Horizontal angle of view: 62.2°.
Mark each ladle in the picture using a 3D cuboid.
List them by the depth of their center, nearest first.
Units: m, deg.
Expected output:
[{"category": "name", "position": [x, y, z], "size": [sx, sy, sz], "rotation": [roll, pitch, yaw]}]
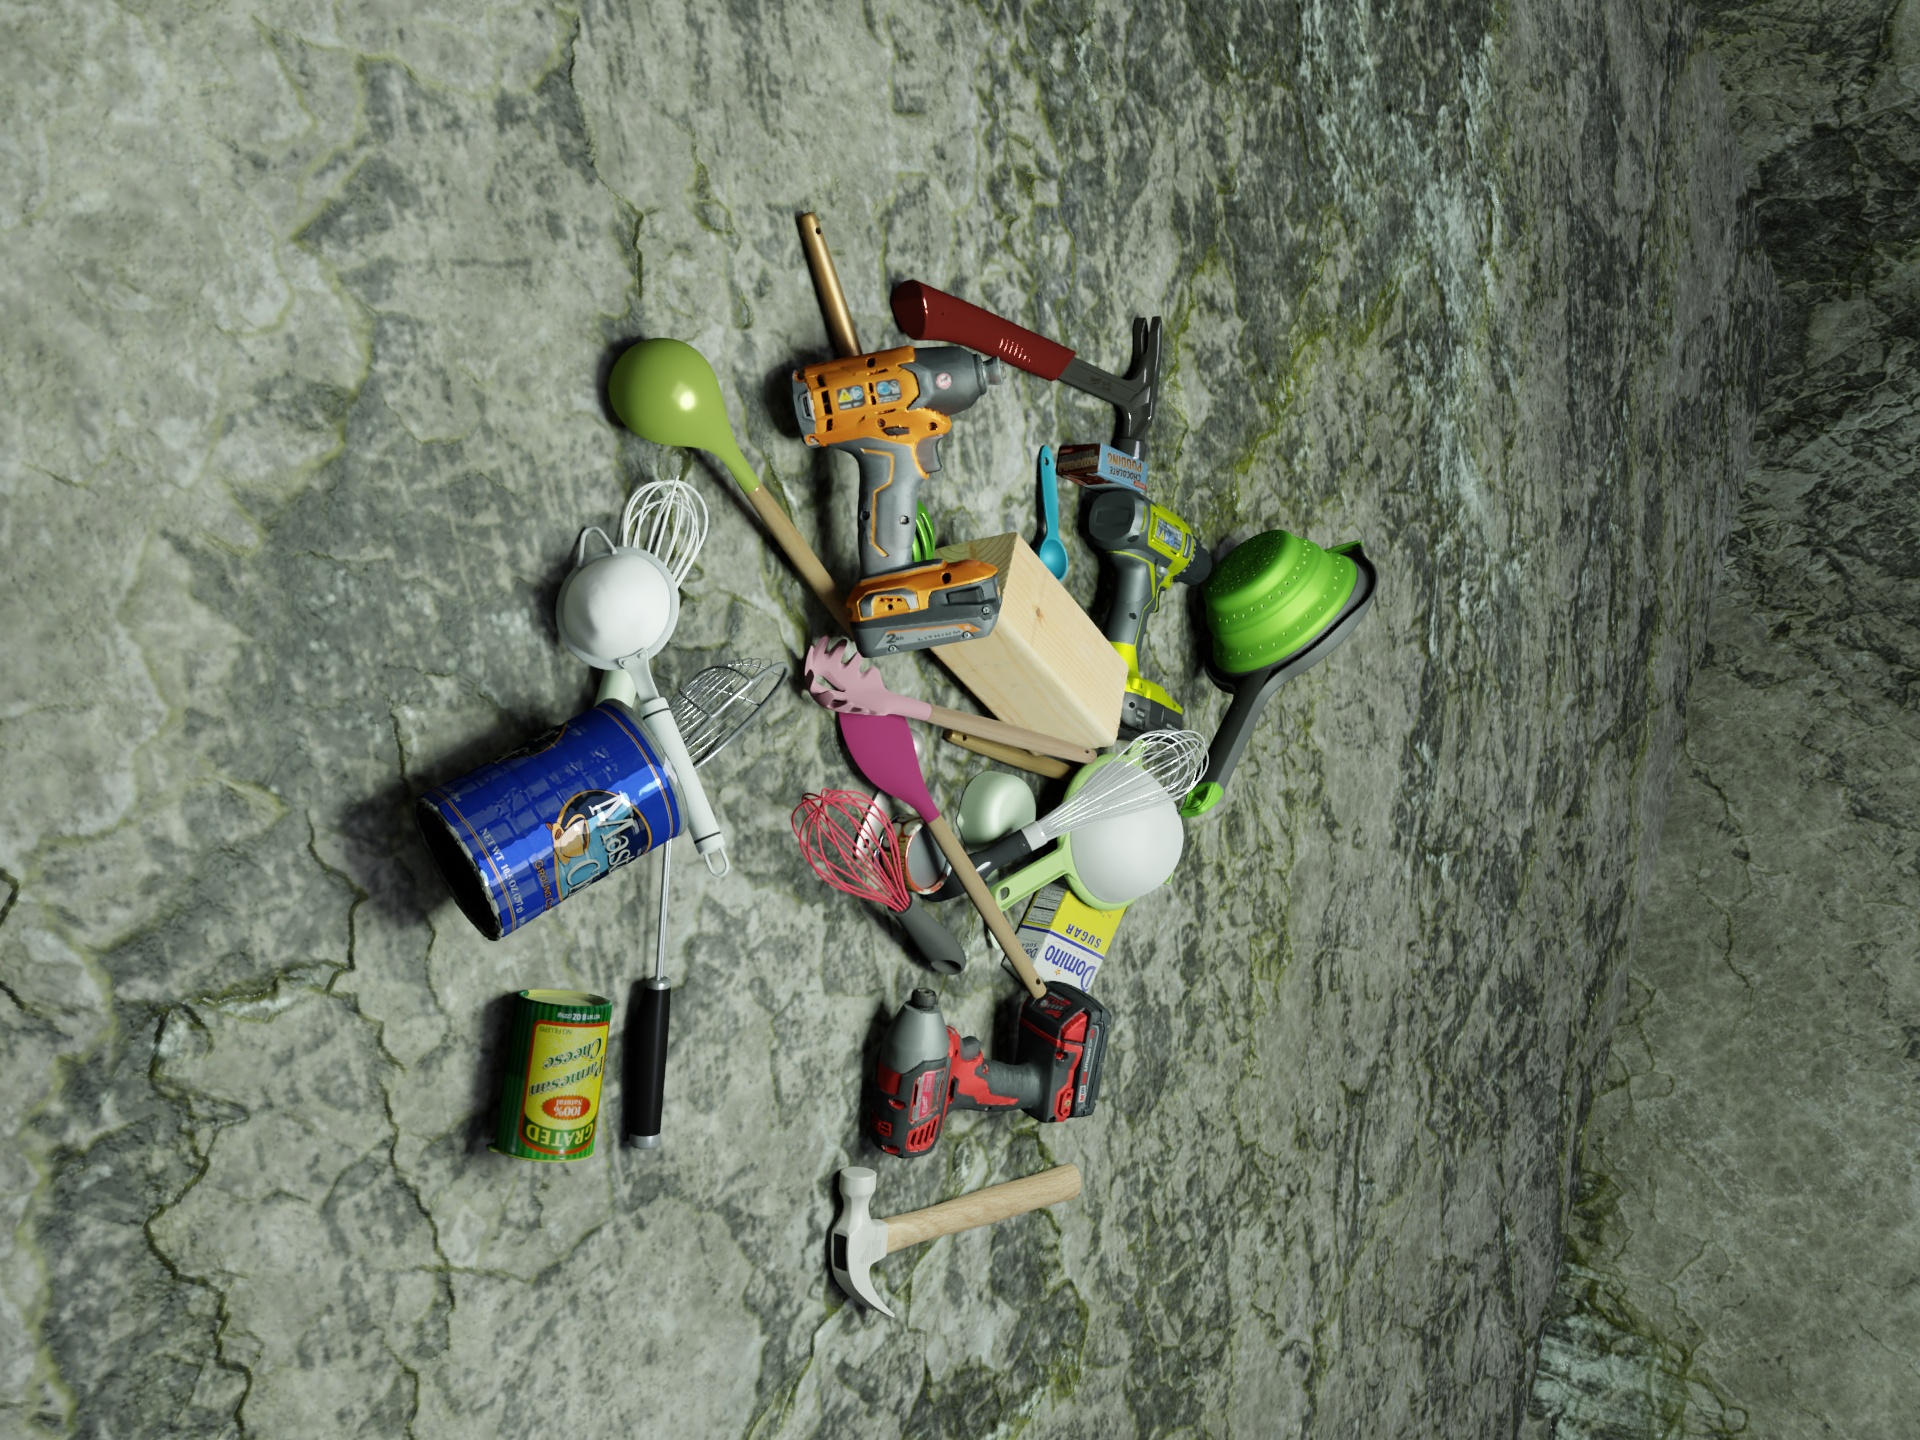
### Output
[{"category": "ladle", "position": [-0.154, -0.159, 1.197], "size": [0.319, 0.062, 0.078], "rotation": [55, 51, -46]}, {"category": "ladle", "position": [0.090, 0.045, 1.510], "size": [0.315, 0.031, 0.069], "rotation": [19, 77, -47]}]

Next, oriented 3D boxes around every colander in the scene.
[{"category": "colander", "position": [0.284, -0.073, 1.598], "size": [0.094, 0.204, 0.397], "rotation": [48, 53, -21]}]

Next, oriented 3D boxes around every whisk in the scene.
[{"category": "whisk", "position": [-0.230, -0.054, 1.111], "size": [0.057, 0.059, 0.246], "rotation": [16, 84, -12]}, {"category": "whisk", "position": [-0.056, 0.140, 1.296], "size": [0.073, 0.073, 0.295], "rotation": [-63, 146, -23]}, {"category": "whisk", "position": [0.092, 0.085, 1.401], "size": [0.284, 0.070, 0.070], "rotation": [-28, 121, -6]}]

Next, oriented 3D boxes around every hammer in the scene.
[{"category": "hammer", "position": [0.071, -0.339, 1.436], "size": [0.358, 0.037, 0.149], "rotation": [8, 88, -50]}, {"category": "hammer", "position": [0.004, 0.450, 1.448], "size": [0.331, 0.031, 0.130], "rotation": [5, 90, -50]}]

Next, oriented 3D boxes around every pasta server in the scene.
[{"category": "pasta server", "position": [-0.002, -0.004, 1.333], "size": [0.316, 0.040, 0.060], "rotation": [15, 53, -35]}]

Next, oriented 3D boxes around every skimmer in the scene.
[{"category": "skimmer", "position": [-0.185, 0.133, 1.145], "size": [0.127, 0.090, 0.363], "rotation": [-20, 115, -82]}]

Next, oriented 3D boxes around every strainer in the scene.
[{"category": "strainer", "position": [-0.207, -0.016, 1.063], "size": [0.050, 0.087, 0.258], "rotation": [28, 38, -85]}, {"category": "strainer", "position": [0.129, 0.122, 1.466], "size": [0.256, 0.069, 0.151], "rotation": [-24, 107, -43]}]

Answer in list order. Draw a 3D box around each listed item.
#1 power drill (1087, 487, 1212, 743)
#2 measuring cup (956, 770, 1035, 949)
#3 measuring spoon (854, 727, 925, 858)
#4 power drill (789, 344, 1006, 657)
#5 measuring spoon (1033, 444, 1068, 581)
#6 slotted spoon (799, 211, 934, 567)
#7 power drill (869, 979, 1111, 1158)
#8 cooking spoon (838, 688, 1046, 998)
[{"category": "power drill", "position": [0.183, -0.096, 1.564], "size": [0.190, 0.080, 0.228], "rotation": [20, 77, -54]}, {"category": "measuring cup", "position": [0.040, 0.130, 1.447], "size": [0.083, 0.038, 0.167], "rotation": [-13, 102, -48]}, {"category": "measuring spoon", "position": [-0.058, 0.062, 1.341], "size": [0.034, 0.018, 0.124], "rotation": [43, 63, -43]}, {"category": "power drill", "position": [-0.030, -0.174, 1.228], "size": [0.084, 0.164, 0.226], "rotation": [-72, 151, -76]}, {"category": "measuring spoon", "position": [0.077, -0.191, 1.480], "size": [0.042, 0.021, 0.128], "rotation": [1, 84, -49]}, {"category": "slotted spoon", "position": [-0.076, -0.251, 1.282], "size": [0.070, 0.031, 0.313], "rotation": [-38, 120, -40]}, {"category": "power drill", "position": [0.023, 0.295, 1.393], "size": [0.219, 0.079, 0.143], "rotation": [0, 104, -38]}, {"category": "cooking spoon", "position": [-0.010, 0.103, 1.339], "size": [0.069, 0.017, 0.318], "rotation": [-41, 106, -40]}]
